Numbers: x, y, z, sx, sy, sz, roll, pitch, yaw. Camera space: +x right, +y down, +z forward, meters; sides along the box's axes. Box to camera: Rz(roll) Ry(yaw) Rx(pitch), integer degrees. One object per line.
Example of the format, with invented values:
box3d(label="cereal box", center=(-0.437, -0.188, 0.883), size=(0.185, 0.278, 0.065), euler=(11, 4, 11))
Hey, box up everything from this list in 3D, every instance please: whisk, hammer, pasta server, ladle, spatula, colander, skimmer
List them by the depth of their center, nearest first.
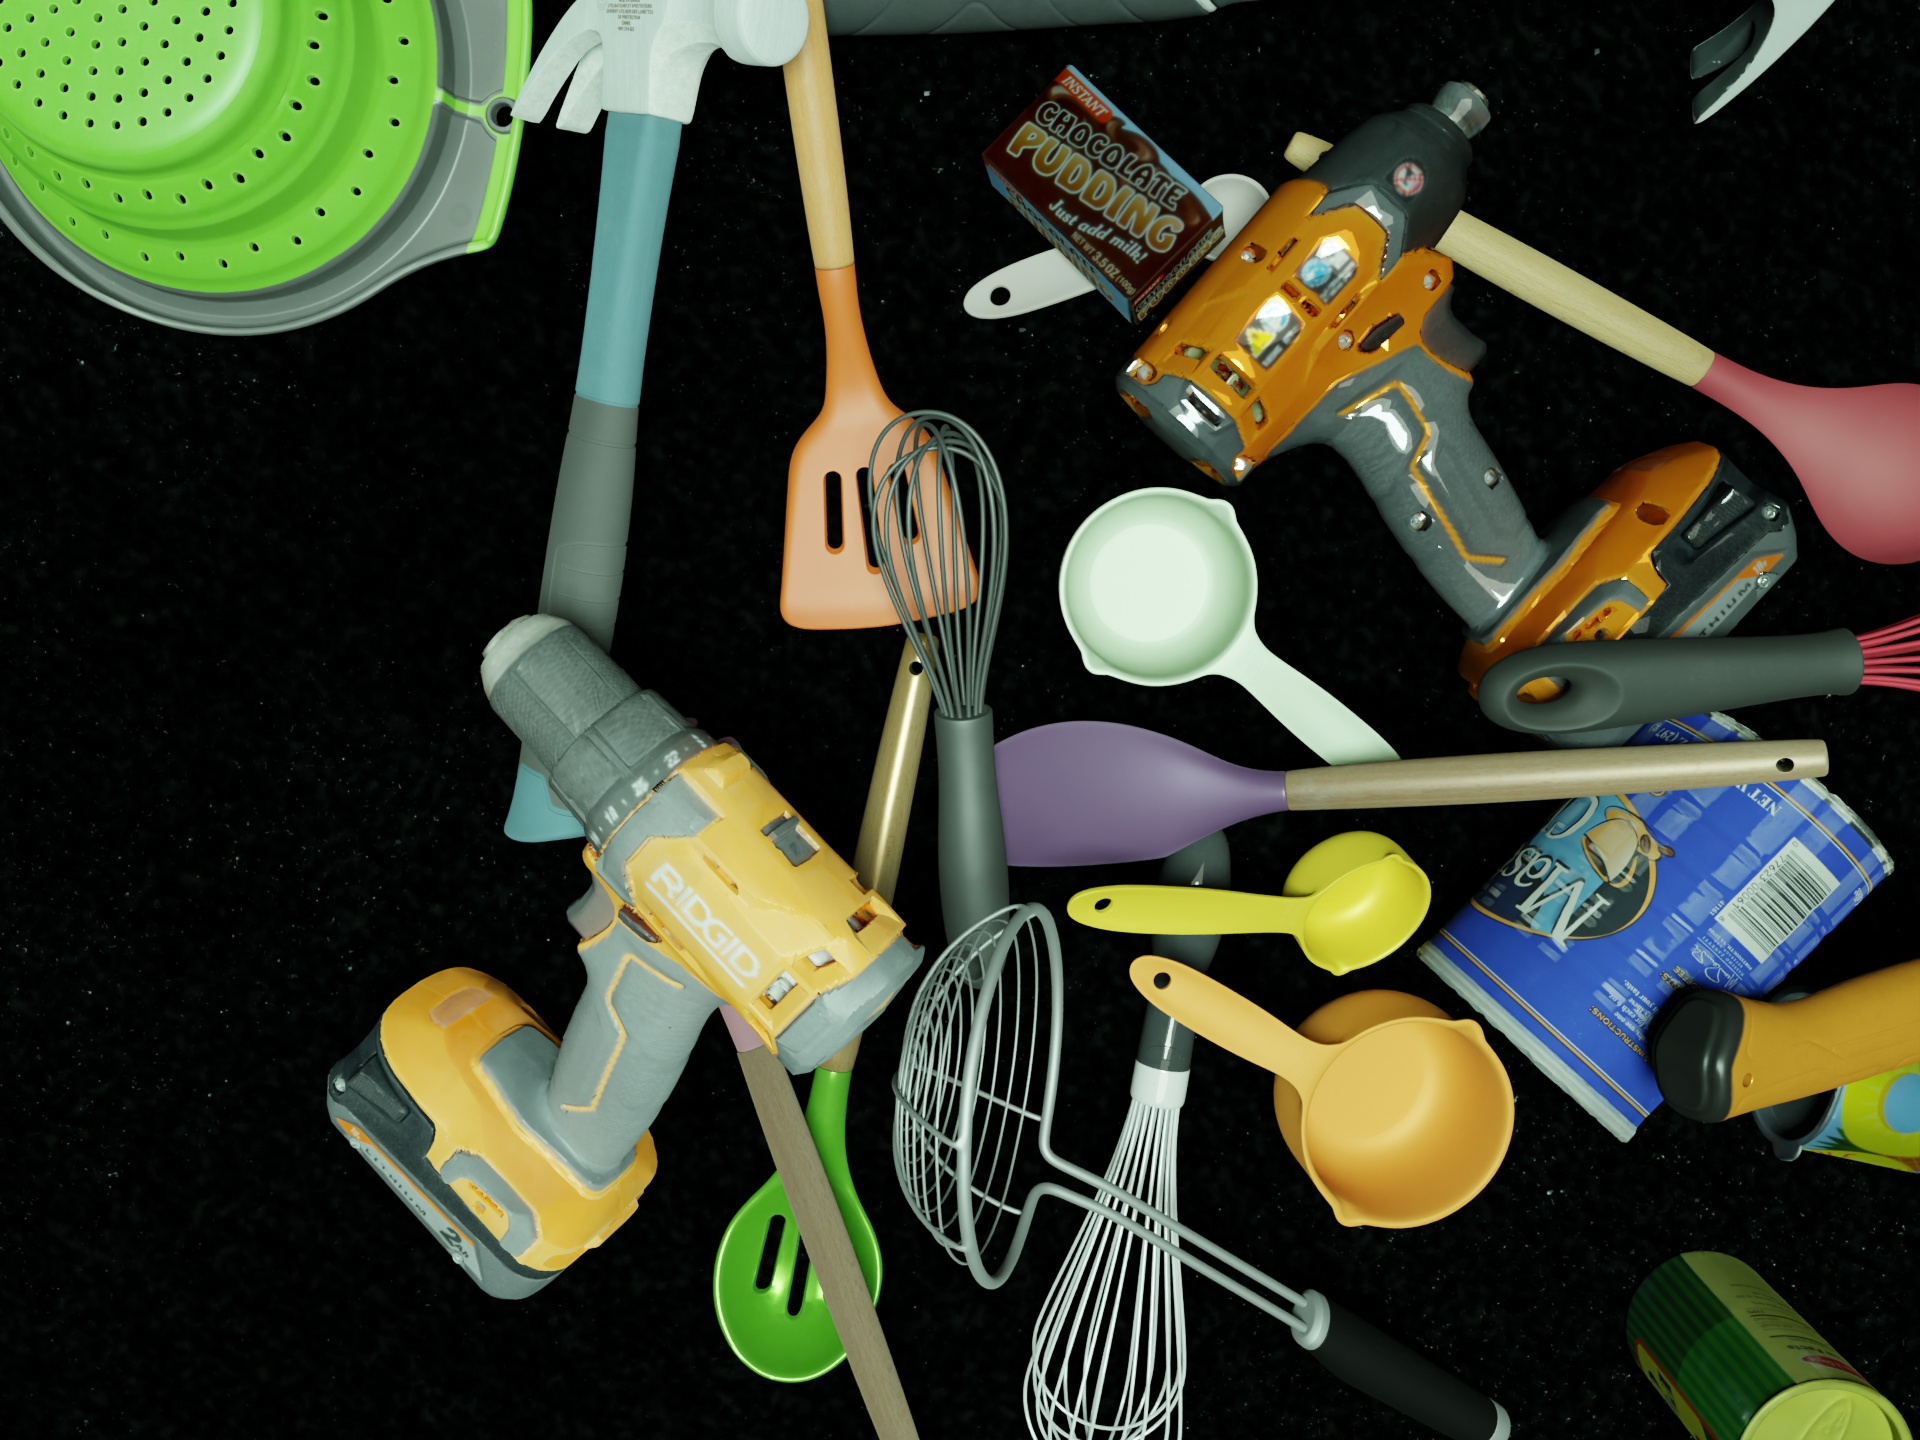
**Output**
box3d(label="whisk", center=(0.326, -0.023, 0.553), size=(0.296, 0.073, 0.073), euler=(-6, 98, -2))
box3d(label="colander", center=(-0.362, -0.260, 0.565), size=(0.397, 0.094, 0.204), euler=(10, 98, -2))
box3d(label="hammer", center=(0.104, -0.264, 0.567), size=(0.409, 0.149, 0.036), euler=(1, 77, 9))
box3d(label="spatula", center=(-0.049, -0.188, 0.578), size=(0.081, 0.041, 0.322), euler=(-7, 118, 1))
box3d(label="skimmer", center=(0.113, 0.196, 0.591), size=(0.363, 0.127, 0.090), euler=(36, 138, -23))
box3d(label="hammer", center=(0.398, 0.101, 0.593), size=(0.336, 0.034, 0.127), euler=(-10, 99, -20))
box3d(label="hammer", center=(-0.133, -0.106, 0.594), size=(0.128, 0.033, 0.331), euler=(25, 110, 39))
box3d(label="spatula", center=(0.149, 0.023, 0.599), size=(0.316, 0.018, 0.059), euler=(-4, 100, 20))
box3d(label="whisk", center=(-0.002, -0.002, 0.617), size=(0.055, 0.055, 0.238), euler=(-4, 110, 0))
box3d(label="ladle", center=(0.267, -0.150, 0.620), size=(0.315, 0.031, 0.069), euler=(27, 99, -2))
box3d(label="pasta server", center=(-0.071, 0.152, 0.636), size=(0.060, 0.040, 0.316), euler=(-19, 93, 10))
box3d(label="whisk", center=(0.077, 0.180, 0.651), size=(0.070, 0.070, 0.284), euler=(10, 93, -2))

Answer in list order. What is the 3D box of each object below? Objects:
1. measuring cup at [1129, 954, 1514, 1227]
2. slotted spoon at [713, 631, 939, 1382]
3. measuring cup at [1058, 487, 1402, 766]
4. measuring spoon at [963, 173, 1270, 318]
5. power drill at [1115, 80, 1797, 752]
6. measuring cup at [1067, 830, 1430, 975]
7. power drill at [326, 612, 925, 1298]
box3d(label="measuring cup", center=(0.136, 0.132, 0.636), size=(0.173, 0.052, 0.095), euler=(31, 94, -10))
box3d(label="slotted spoon", center=(-0.045, 0.118, 0.654), size=(0.070, 0.031, 0.314), euler=(12, 96, 1))
box3d(label="measuring cup", center=(0.111, -0.025, 0.630), size=(0.167, 0.038, 0.083), euler=(38, 96, -7))
box3d(label="measuring spoon", center=(0.061, -0.179, 0.622), size=(0.124, 0.018, 0.034), euler=(-16, 84, 9))
box3d(label="power drill", center=(0.192, -0.112, 0.590), size=(0.226, 0.084, 0.164), euler=(40, 97, -7))
box3d(label="measuring cup", center=(0.110, 0.067, 0.622), size=(0.156, 0.029, 0.062), euler=(4, 122, -20))
box3d(label="power drill", center=(-0.144, 0.087, 0.585), size=(0.185, 0.084, 0.226), euler=(46, 117, 4))
